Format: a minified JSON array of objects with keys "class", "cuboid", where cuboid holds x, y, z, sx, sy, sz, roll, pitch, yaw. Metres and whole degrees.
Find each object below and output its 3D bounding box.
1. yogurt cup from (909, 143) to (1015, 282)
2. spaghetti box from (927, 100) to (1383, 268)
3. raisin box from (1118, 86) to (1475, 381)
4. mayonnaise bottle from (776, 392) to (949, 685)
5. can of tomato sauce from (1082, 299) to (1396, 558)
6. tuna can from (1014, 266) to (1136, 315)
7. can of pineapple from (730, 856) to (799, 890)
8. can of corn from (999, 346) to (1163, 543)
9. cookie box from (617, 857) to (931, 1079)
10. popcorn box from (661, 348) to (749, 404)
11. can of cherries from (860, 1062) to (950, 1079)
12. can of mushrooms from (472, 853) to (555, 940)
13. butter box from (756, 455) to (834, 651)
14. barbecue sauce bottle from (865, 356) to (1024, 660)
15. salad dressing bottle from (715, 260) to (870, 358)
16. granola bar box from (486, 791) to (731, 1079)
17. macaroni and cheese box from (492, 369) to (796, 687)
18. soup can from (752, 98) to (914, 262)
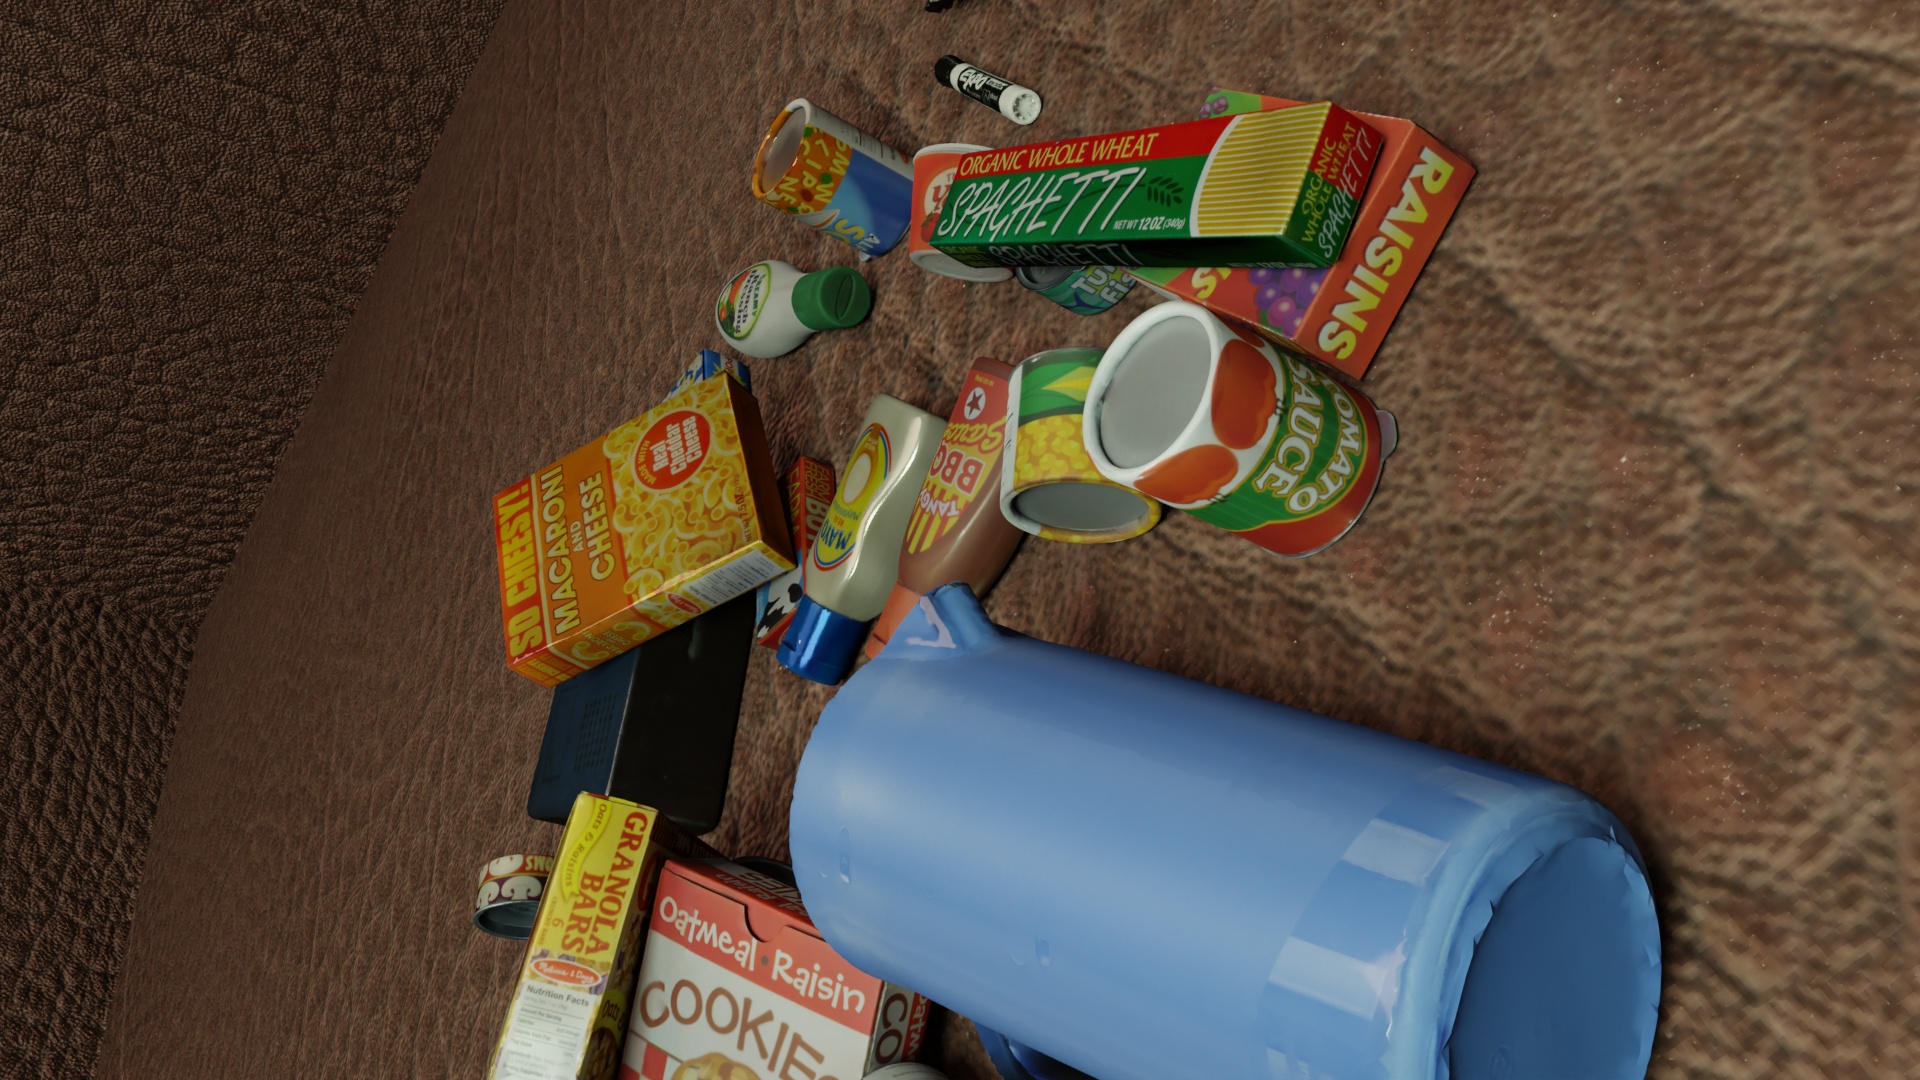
[{"class":"yogurt cup","cuboid":[0.005,-0.165,0.711,0.072,0.072,0.054,6,85,57]},{"class":"spaghetti box","cuboid":[0.063,-0.138,0.566,0.250,0.028,0.050,19,87,59]},{"class":"raisin box","cuboid":[0.123,-0.120,0.530,0.086,0.040,0.124,-62,31,9]},{"class":"mayonnaise bottle","cuboid":[-0.049,0.001,0.710,0.065,0.041,0.148,29,96,56]},{"class":"can of tomato sauce","cuboid":[0.095,-0.038,0.480,0.071,0.083,0.071,-33,46,43]},{"class":"tuna can","cuboid":[0.059,-0.139,0.642,0.070,0.033,0.071,-33,46,43]},{"class":"can of pineapple","cuboid":[-0.092,0.187,0.638,0.057,0.071,0.071,-62,32,10]},{"class":"can of corn","cuboid":[0.053,-0.037,0.562,0.071,0.071,0.058,-23,54,49]},{"class":"cookie box","cuboid":[-0.083,0.228,0.562,0.123,0.040,0.167,12,91,34]},{"class":"popcorn box","cuboid":[-0.192,-0.060,0.962,0.126,0.038,0.085,-44,40,32]},{"class":"can of cherries","cuboid":[-0.014,0.233,0.496,0.058,0.071,0.071,13,83,58]},{"class":"can of mushrooms","cuboid":[-0.273,0.227,0.886,0.070,0.071,0.033,-40,41,38]},{"class":"butter box","cuboid":[-0.093,0.007,0.789,0.053,0.024,0.104,-40,41,37]},{"class":"barbecue sauce bottle","cuboid":[0.002,-0.008,0.638,0.065,0.043,0.148,30,98,57]},{"class":"salad dressing bottle","cuboid":[-0.108,-0.150,0.885,0.147,0.044,0.064,6,79,57]},{"class":"granola bar box","cuboid":[-0.153,0.191,0.632,0.165,0.039,0.124,86,-163,-70]},{"class":"macaroni and cheese box","cuboid":[-0.183,-0.006,0.789,0.166,0.040,0.124,-26,56,14]},{"class":"soup can","cuboid":[-0.075,-0.216,0.839,0.071,0.084,0.071,-33,47,43]}]
